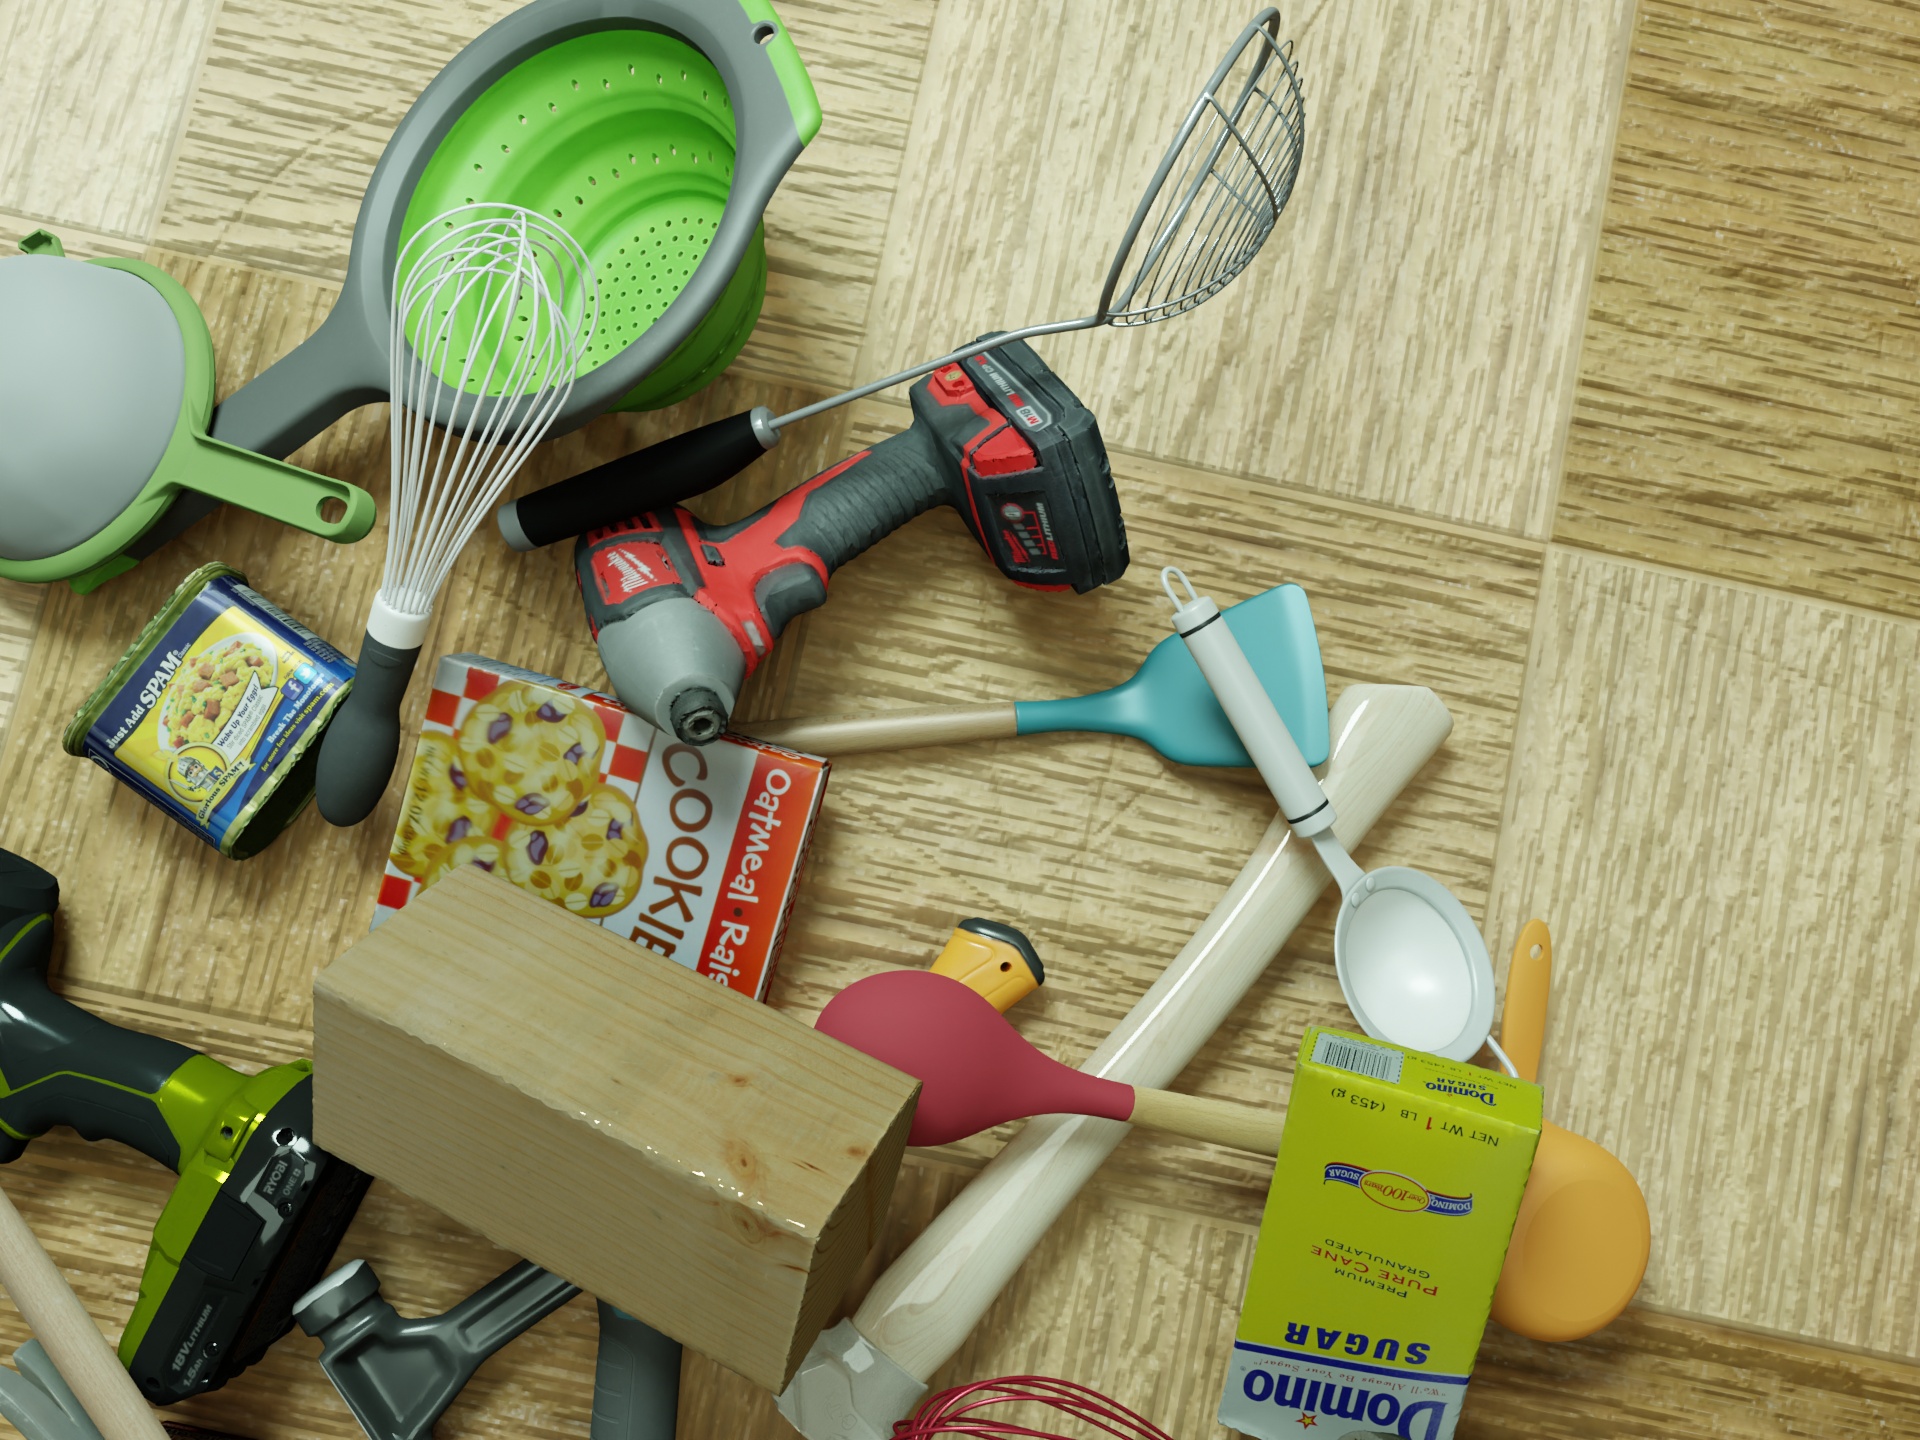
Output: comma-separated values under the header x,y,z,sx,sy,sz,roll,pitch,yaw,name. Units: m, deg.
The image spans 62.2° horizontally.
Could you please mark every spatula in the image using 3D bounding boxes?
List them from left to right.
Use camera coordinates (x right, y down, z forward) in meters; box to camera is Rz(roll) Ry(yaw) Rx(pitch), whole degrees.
x,y,z,sx,sy,sz,roll,pitch,yaw,name
-0.001,-0.002,0.704,0.317,0.044,0.082,-6,80,-2,spatula

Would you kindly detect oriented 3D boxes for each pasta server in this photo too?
x,y,z,sx,sy,sz,roll,pitch,yaw,name
-0.368,0.195,0.596,0.060,0.040,0.316,-39,86,32,pasta server

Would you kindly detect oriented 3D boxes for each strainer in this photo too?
x,y,z,sx,sy,sz,roll,pitch,yaw,name
-0.350,-0.122,0.647,0.256,0.069,0.151,19,84,23,strainer
0.151,0.047,0.665,0.087,0.050,0.258,-33,95,-36,strainer

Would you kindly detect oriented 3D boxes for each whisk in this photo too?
x,y,z,sx,sy,sz,roll,pitch,yaw,name
-0.209,-0.066,0.612,0.070,0.070,0.284,30,119,1,whisk
0.107,0.318,0.638,0.295,0.073,0.073,18,82,-16,whisk

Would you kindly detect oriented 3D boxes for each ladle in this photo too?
x,y,z,sx,sy,sz,roll,pitch,yaw,name
0.091,0.164,0.657,0.315,0.031,0.069,16,90,-17,ladle

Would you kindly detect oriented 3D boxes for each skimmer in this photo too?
x,y,z,sx,sy,sz,roll,pitch,yaw,name
-0.033,-0.166,0.635,0.363,0.127,0.090,-19,95,12,skimmer

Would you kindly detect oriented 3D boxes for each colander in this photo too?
x,y,z,sx,sy,sz,roll,pitch,yaw,name
-0.219,-0.158,0.697,0.397,0.094,0.205,-31,65,12,colander

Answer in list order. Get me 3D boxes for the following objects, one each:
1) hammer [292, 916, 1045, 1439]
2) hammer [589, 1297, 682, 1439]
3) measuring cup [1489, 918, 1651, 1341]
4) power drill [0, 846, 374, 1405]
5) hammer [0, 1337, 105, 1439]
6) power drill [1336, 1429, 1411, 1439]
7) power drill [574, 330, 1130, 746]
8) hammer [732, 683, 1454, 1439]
x,y,z,sx,sy,sz,roll,pitch,yaw,name
-0.103,0.199,0.676,0.337,0.034,0.127,-34,91,-7,hammer
-0.138,0.363,0.634,0.128,0.033,0.331,5,93,-3,hammer
0.249,0.173,0.669,0.095,0.052,0.173,4,92,-18,measuring cup
-0.367,0.173,0.653,0.223,0.080,0.171,27,87,4,power drill
-0.477,0.379,0.614,0.359,0.037,0.149,-26,97,2,hammer
0.137,0.378,0.601,0.226,0.080,0.187,-43,117,0,power drill
-0.049,-0.070,0.665,0.219,0.078,0.143,-24,40,-5,power drill
0.084,0.151,0.686,0.146,0.038,0.410,43,80,-10,hammer
